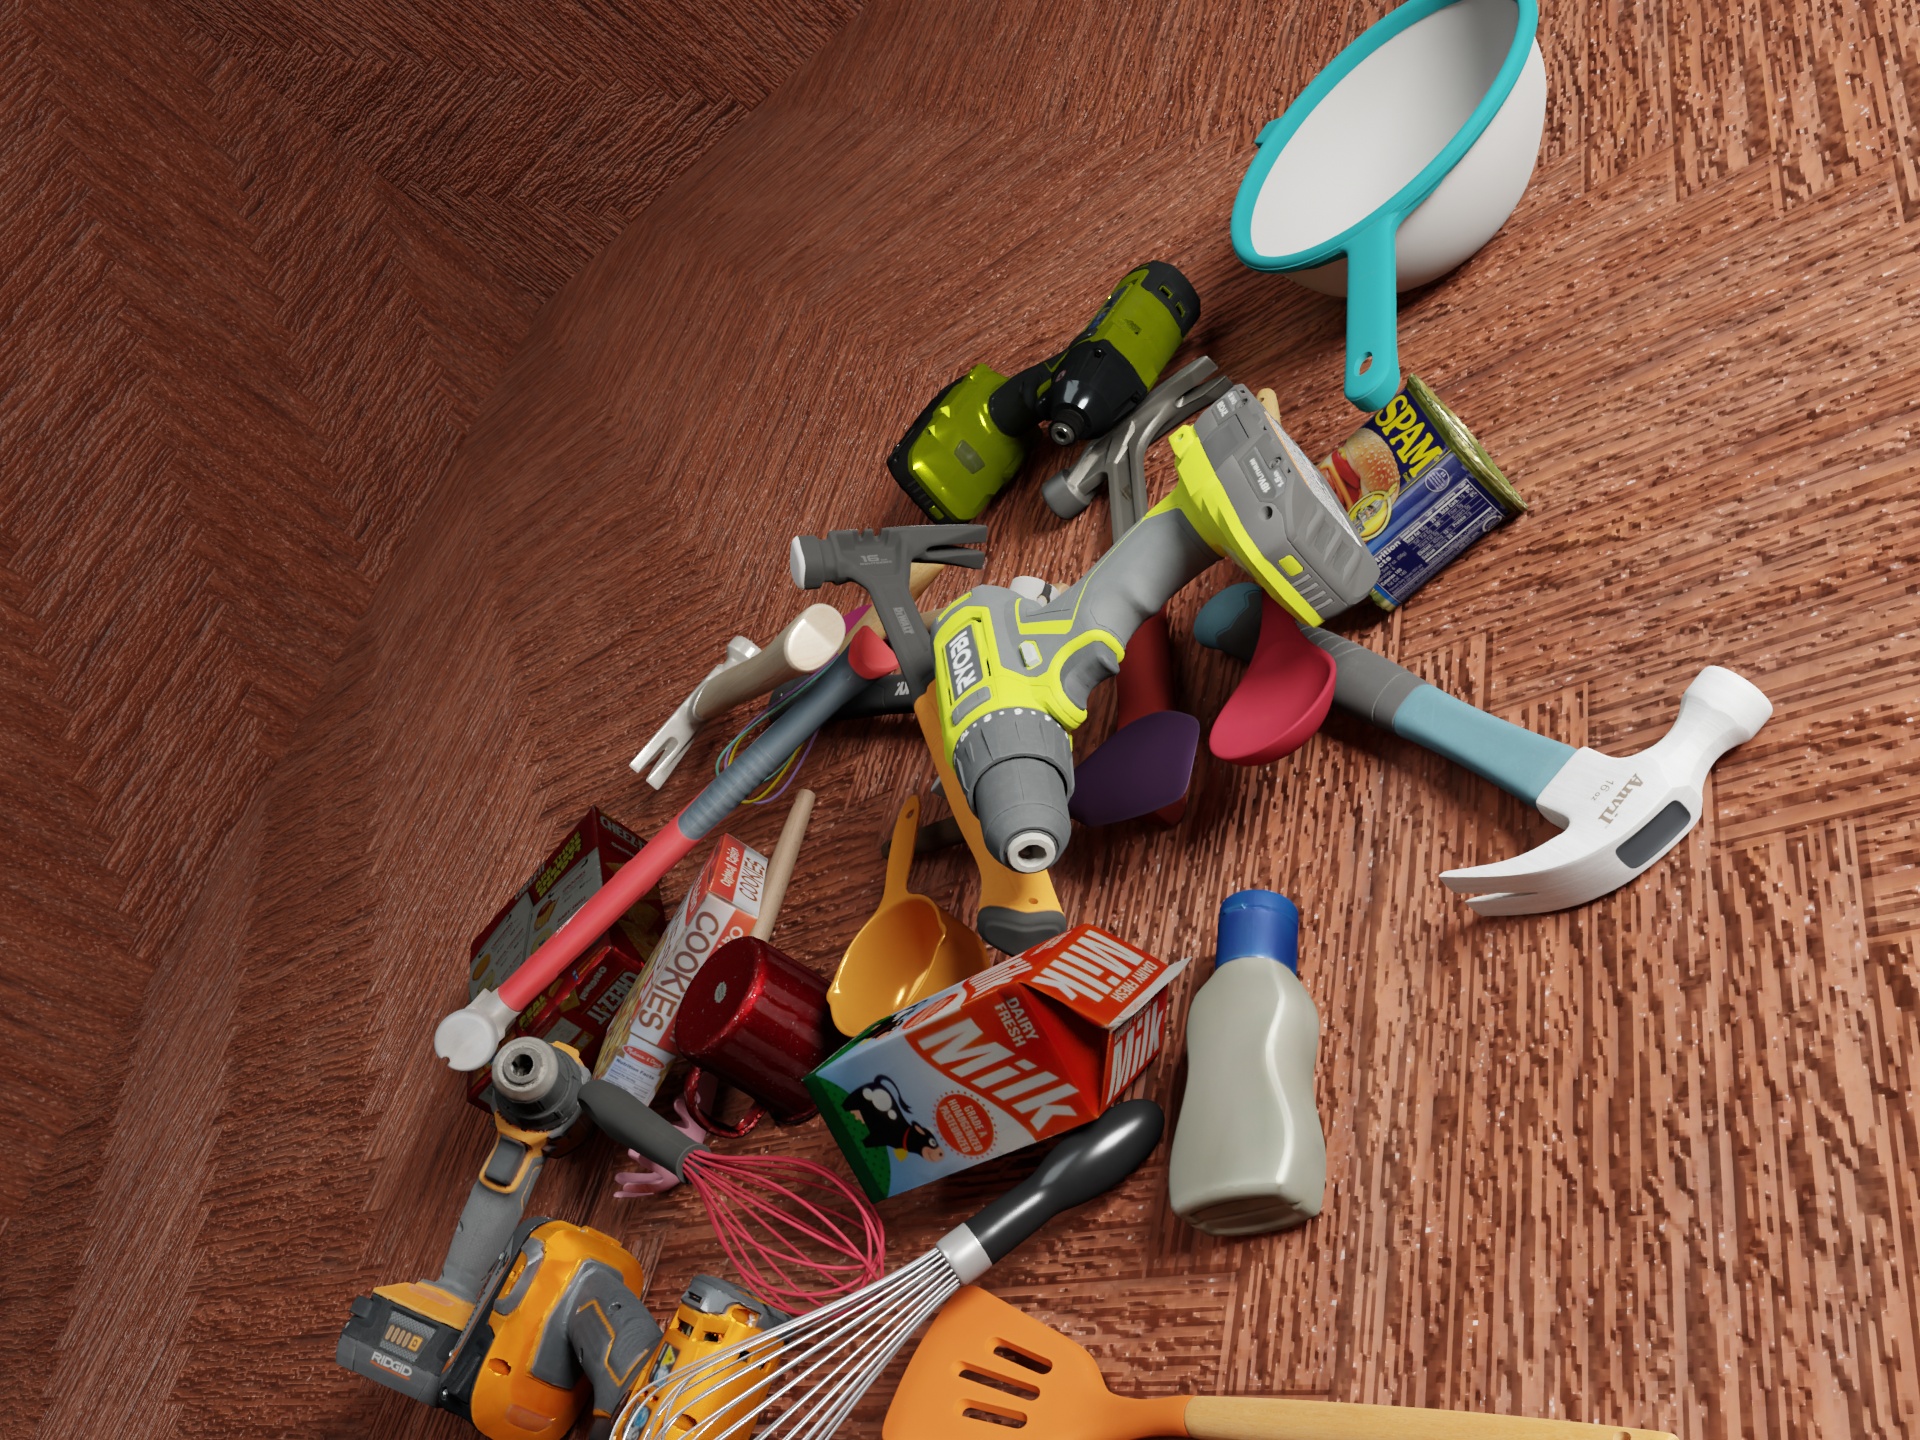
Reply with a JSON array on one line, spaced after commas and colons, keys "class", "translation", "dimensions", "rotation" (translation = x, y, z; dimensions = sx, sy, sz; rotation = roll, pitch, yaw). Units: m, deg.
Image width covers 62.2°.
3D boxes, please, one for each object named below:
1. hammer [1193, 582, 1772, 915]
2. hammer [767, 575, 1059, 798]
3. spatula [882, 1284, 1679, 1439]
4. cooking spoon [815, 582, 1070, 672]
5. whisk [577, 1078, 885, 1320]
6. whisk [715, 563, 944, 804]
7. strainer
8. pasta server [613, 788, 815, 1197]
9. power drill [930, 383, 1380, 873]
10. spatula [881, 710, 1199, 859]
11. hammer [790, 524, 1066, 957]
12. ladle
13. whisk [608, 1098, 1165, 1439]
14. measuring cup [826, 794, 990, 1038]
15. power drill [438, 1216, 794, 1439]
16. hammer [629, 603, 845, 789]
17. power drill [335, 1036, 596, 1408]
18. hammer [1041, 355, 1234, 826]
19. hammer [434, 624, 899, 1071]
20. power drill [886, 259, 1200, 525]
[{"class": "hammer", "translation": [0.206, -0.010, 0.745], "dimensions": [0.128, 0.033, 0.331], "rotation": [-51, 28, 1]}, {"class": "hammer", "translation": [-0.053, -0.013, 1.114], "dimensions": [0.335, 0.035, 0.146], "rotation": [-4, 65, 58]}, {"class": "spatula", "translation": [0.101, 0.255, 0.590], "dimensions": [0.322, 0.041, 0.081], "rotation": [-19, 25, 43]}, {"class": "cooking spoon", "translation": [-0.026, -0.071, 1.170], "dimensions": [0.319, 0.017, 0.069], "rotation": [-8, 44, 53]}, {"class": "whisk", "translation": [-0.137, 0.252, 0.878], "dimensions": [0.296, 0.073, 0.073], "rotation": [12, 67, 48]}, {"class": "whisk", "translation": [-0.095, -0.032, 1.121], "dimensions": [0.245, 0.051, 0.047], "rotation": [-48, 26, 21]}, {"class": "strainer", "translation": [0.259, -0.277, 0.907], "dimensions": [0.211, 0.095, 0.341], "rotation": [-28, 38, 41]}, {"class": "pasta server", "translation": [-0.154, 0.173, 1.063], "dimensions": [0.060, 0.040, 0.316], "rotation": [-47, 21, 51]}, {"class": "power drill", "translation": [0.083, -0.041, 0.780], "dimensions": [0.228, 0.080, 0.191], "rotation": [-38, 32, 20]}, {"class": "spatula", "translation": [0.034, 0.048, 0.898], "dimensions": [0.316, 0.018, 0.060], "rotation": [-24, 46, 56]}, {"class": "hammer", "translation": [-0.001, -0.003, 0.899], "dimensions": [0.337, 0.127, 0.034], "rotation": [-113, 23, -44]}, {"class": "ladle", "translation": [0.163, -0.086, 0.836], "dimensions": [0.069, 0.031, 0.316], "rotation": [-28, 33, 31]}, {"class": "whisk", "translation": [-0.026, 0.249, 0.686], "dimensions": [0.284, 0.070, 0.070], "rotation": [-33, 25, -15]}, {"class": "measuring cup", "translation": [-0.021, 0.118, 0.916], "dimensions": [0.095, 0.052, 0.174], "rotation": [-33, 32, 32]}, {"class": "power drill", "translation": [-0.195, 0.368, 0.861], "dimensions": [0.226, 0.084, 0.164], "rotation": [-3, 56, 50]}, {"class": "hammer", "translation": [-0.162, -0.022, 1.164], "dimensions": [0.146, 0.038, 0.410], "rotation": [-51, 11, -15]}, {"class": "power drill", "translation": [-0.304, 0.311, 1.015], "dimensions": [0.185, 0.084, 0.226], "rotation": [106, -173, -66]}, {"class": "hammer", "translation": [0.114, -0.080, 0.957], "dimensions": [0.149, 0.036, 0.359], "rotation": [-35, 32, 29]}, {"class": "hammer", "translation": [-0.192, 0.080, 1.076], "dimensions": [0.386, 0.038, 0.143], "rotation": [-44, 5, -4]}, {"class": "power drill", "translation": [0.053, -0.220, 1.122], "dimensions": [0.223, 0.080, 0.171], "rotation": [-22, 28, 50]}]
